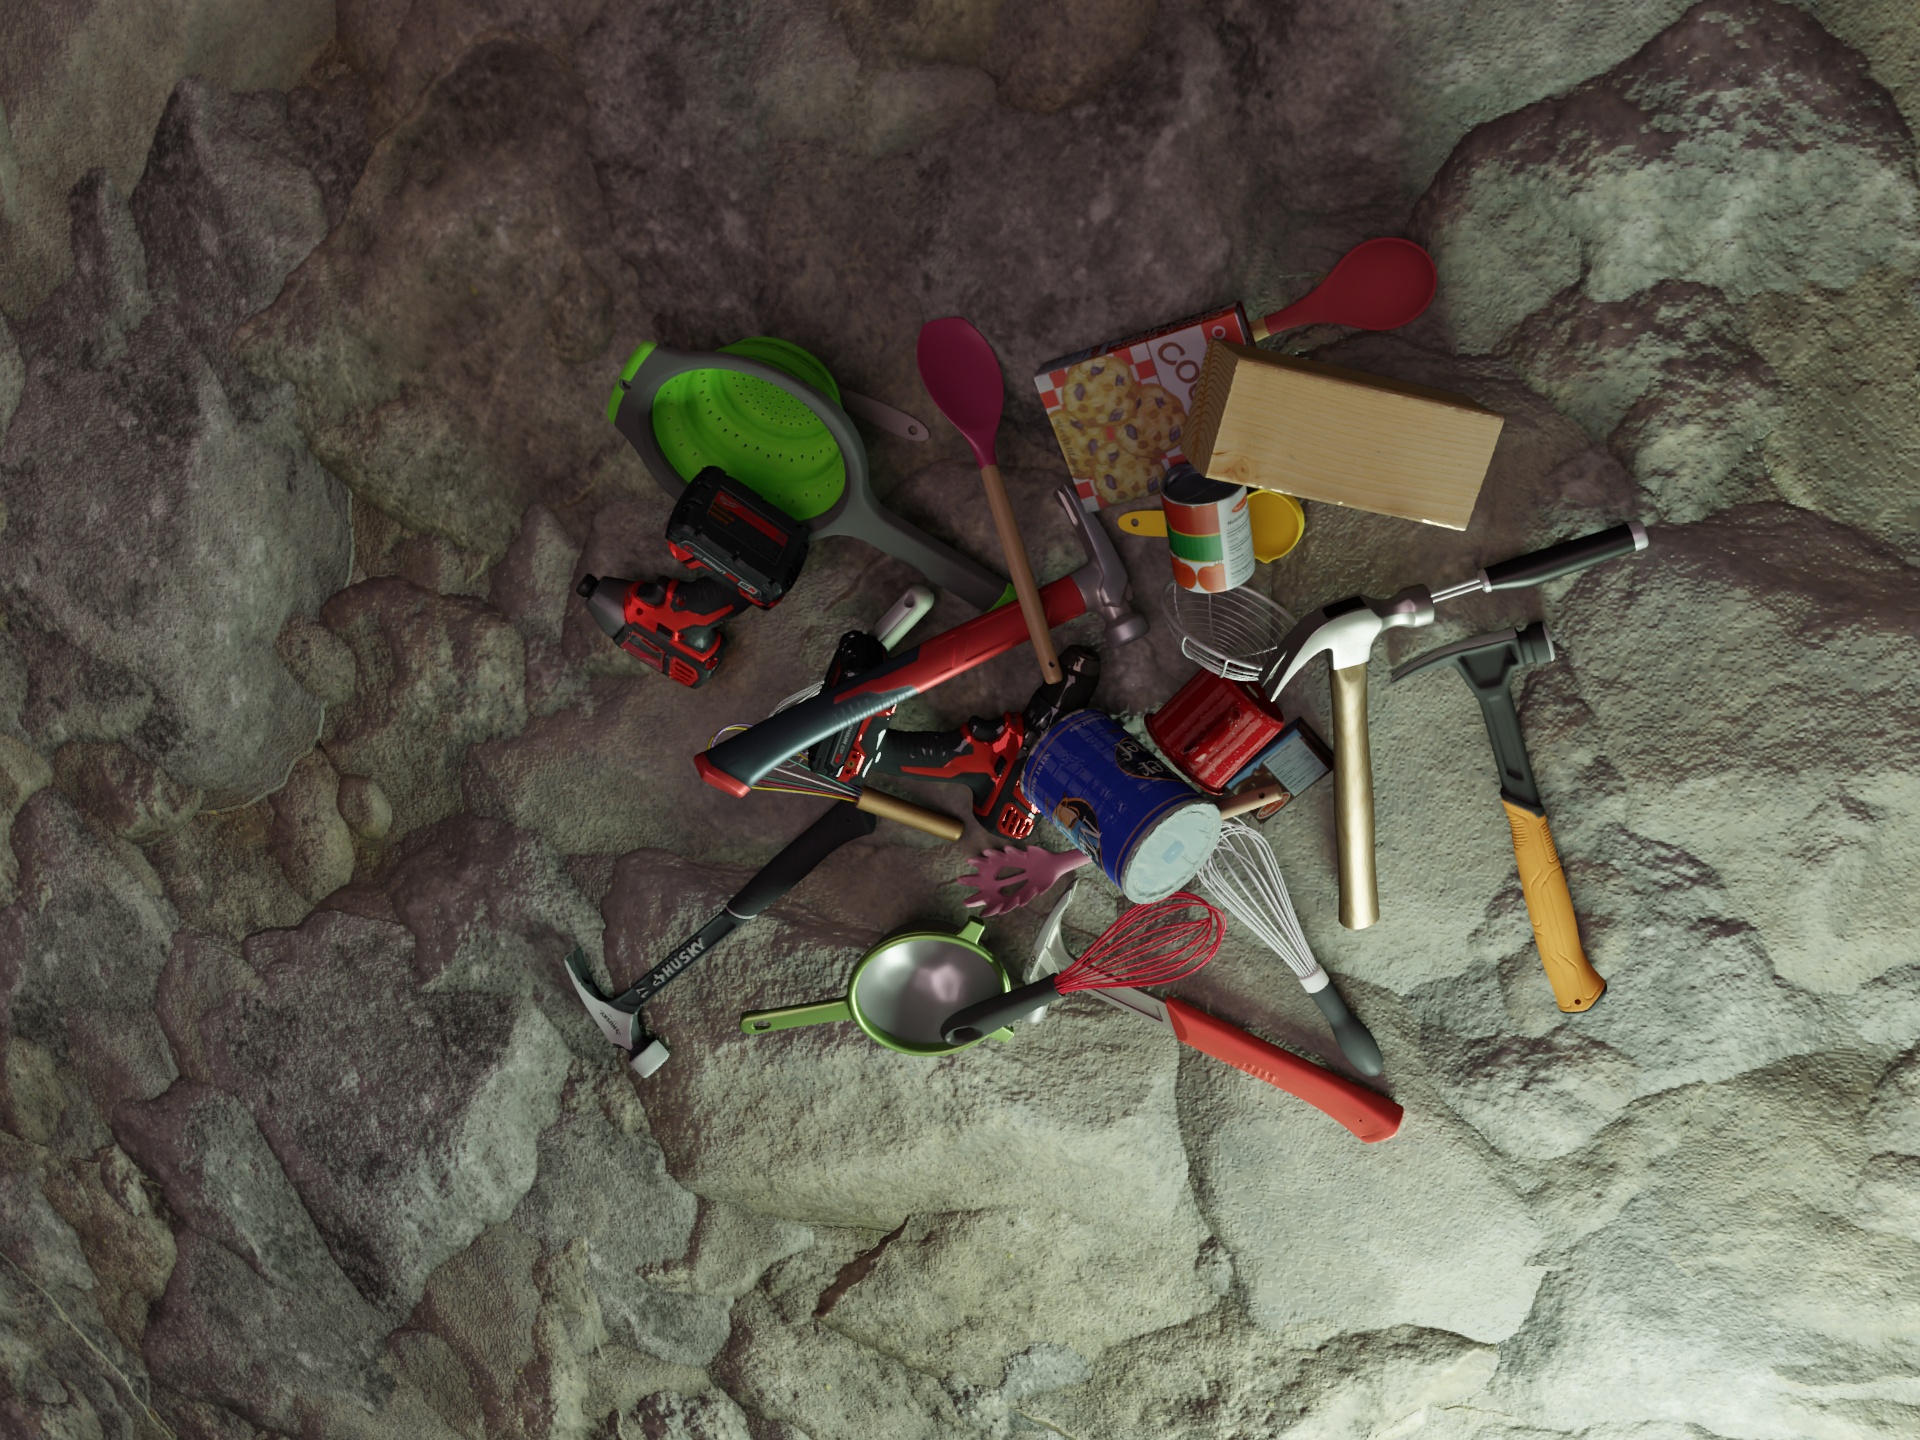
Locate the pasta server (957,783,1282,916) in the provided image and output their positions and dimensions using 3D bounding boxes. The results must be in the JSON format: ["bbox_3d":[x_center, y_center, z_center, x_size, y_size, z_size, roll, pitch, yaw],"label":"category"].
[{"bbox_3d":[0.134,0.108,1.386,0.316,0.040,0.060,-22,76,32],"label":"pasta server"}]

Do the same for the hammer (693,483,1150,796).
[{"bbox_3d":[-0.041,-0.055,1.283,0.386,0.038,0.143,-26,88,-14],"label":"hammer"}]

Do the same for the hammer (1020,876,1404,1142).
[{"bbox_3d":[0.230,0.278,1.440,0.359,0.037,0.149,24,114,9],"label":"hammer"}]

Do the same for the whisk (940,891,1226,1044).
[{"bbox_3d":[0.103,0.226,1.409,0.296,0.073,0.073,-29,98,23],"label":"whisk"}]

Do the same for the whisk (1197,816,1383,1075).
[{"bbox_3d":[0.291,0.199,1.385,0.070,0.070,0.284,-30,102,24],"label":"whisk"}]

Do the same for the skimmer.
[{"bbox_3d":[0.342,-0.113,1.240,0.363,0.127,0.090,-17,123,14],"label":"skimmer"}]

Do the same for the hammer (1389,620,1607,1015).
[{"bbox_3d":[0.458,0.091,1.305,0.127,0.034,0.336,-15,103,21],"label":"hammer"}]

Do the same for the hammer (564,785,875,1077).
[{"bbox_3d":[-0.230,0.192,1.557,0.409,0.036,0.149,-40,92,24],"label":"hammer"}]

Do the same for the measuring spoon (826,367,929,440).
[{"bbox_3d":[-0.084,-0.267,1.361,0.124,0.018,0.034,26,114,7],"label":"measuring spoon"}]

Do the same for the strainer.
[{"bbox_3d":[-0.081,0.247,1.491,0.256,0.069,0.151,-11,122,7],"label":"strainer"}]

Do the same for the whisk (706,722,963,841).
[{"bbox_3d":[-0.113,0.065,1.438,0.245,0.047,0.051,21,132,-11],"label":"whisk"}]

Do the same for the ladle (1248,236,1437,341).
[{"bbox_3d":[0.217,-0.299,1.252,0.315,0.031,0.069,-17,106,24],"label":"ladle"}]

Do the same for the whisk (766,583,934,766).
[{"bbox_3d":[-0.104,-0.039,1.414,0.246,0.059,0.058,-44,60,31],"label":"whisk"}]

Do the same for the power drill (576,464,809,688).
[{"bbox_3d":[-0.239,-0.119,1.383,0.143,0.079,0.219,34,140,-18],"label":"power drill"}]

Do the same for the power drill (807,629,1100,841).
[{"bbox_3d":[-0.002,-0.004,1.365,0.226,0.080,0.187,18,115,-15],"label":"power drill"}]

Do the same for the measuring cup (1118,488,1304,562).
[{"bbox_3d":[0.206,-0.164,1.307,0.156,0.029,0.062,5,112,28],"label":"measuring cup"}]

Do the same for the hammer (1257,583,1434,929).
[{"bbox_3d":[0.312,0.044,1.274,0.130,0.031,0.331,-13,127,-1],"label":"hammer"}]

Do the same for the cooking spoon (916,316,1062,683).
[{"bbox_3d":[0.030,-0.181,1.291,0.068,0.017,0.319,-14,80,-18],"label":"cooking spoon"}]

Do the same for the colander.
[{"bbox_3d":[-0.096,-0.212,1.349,0.397,0.095,0.204,30,143,-14],"label":"colander"}]
